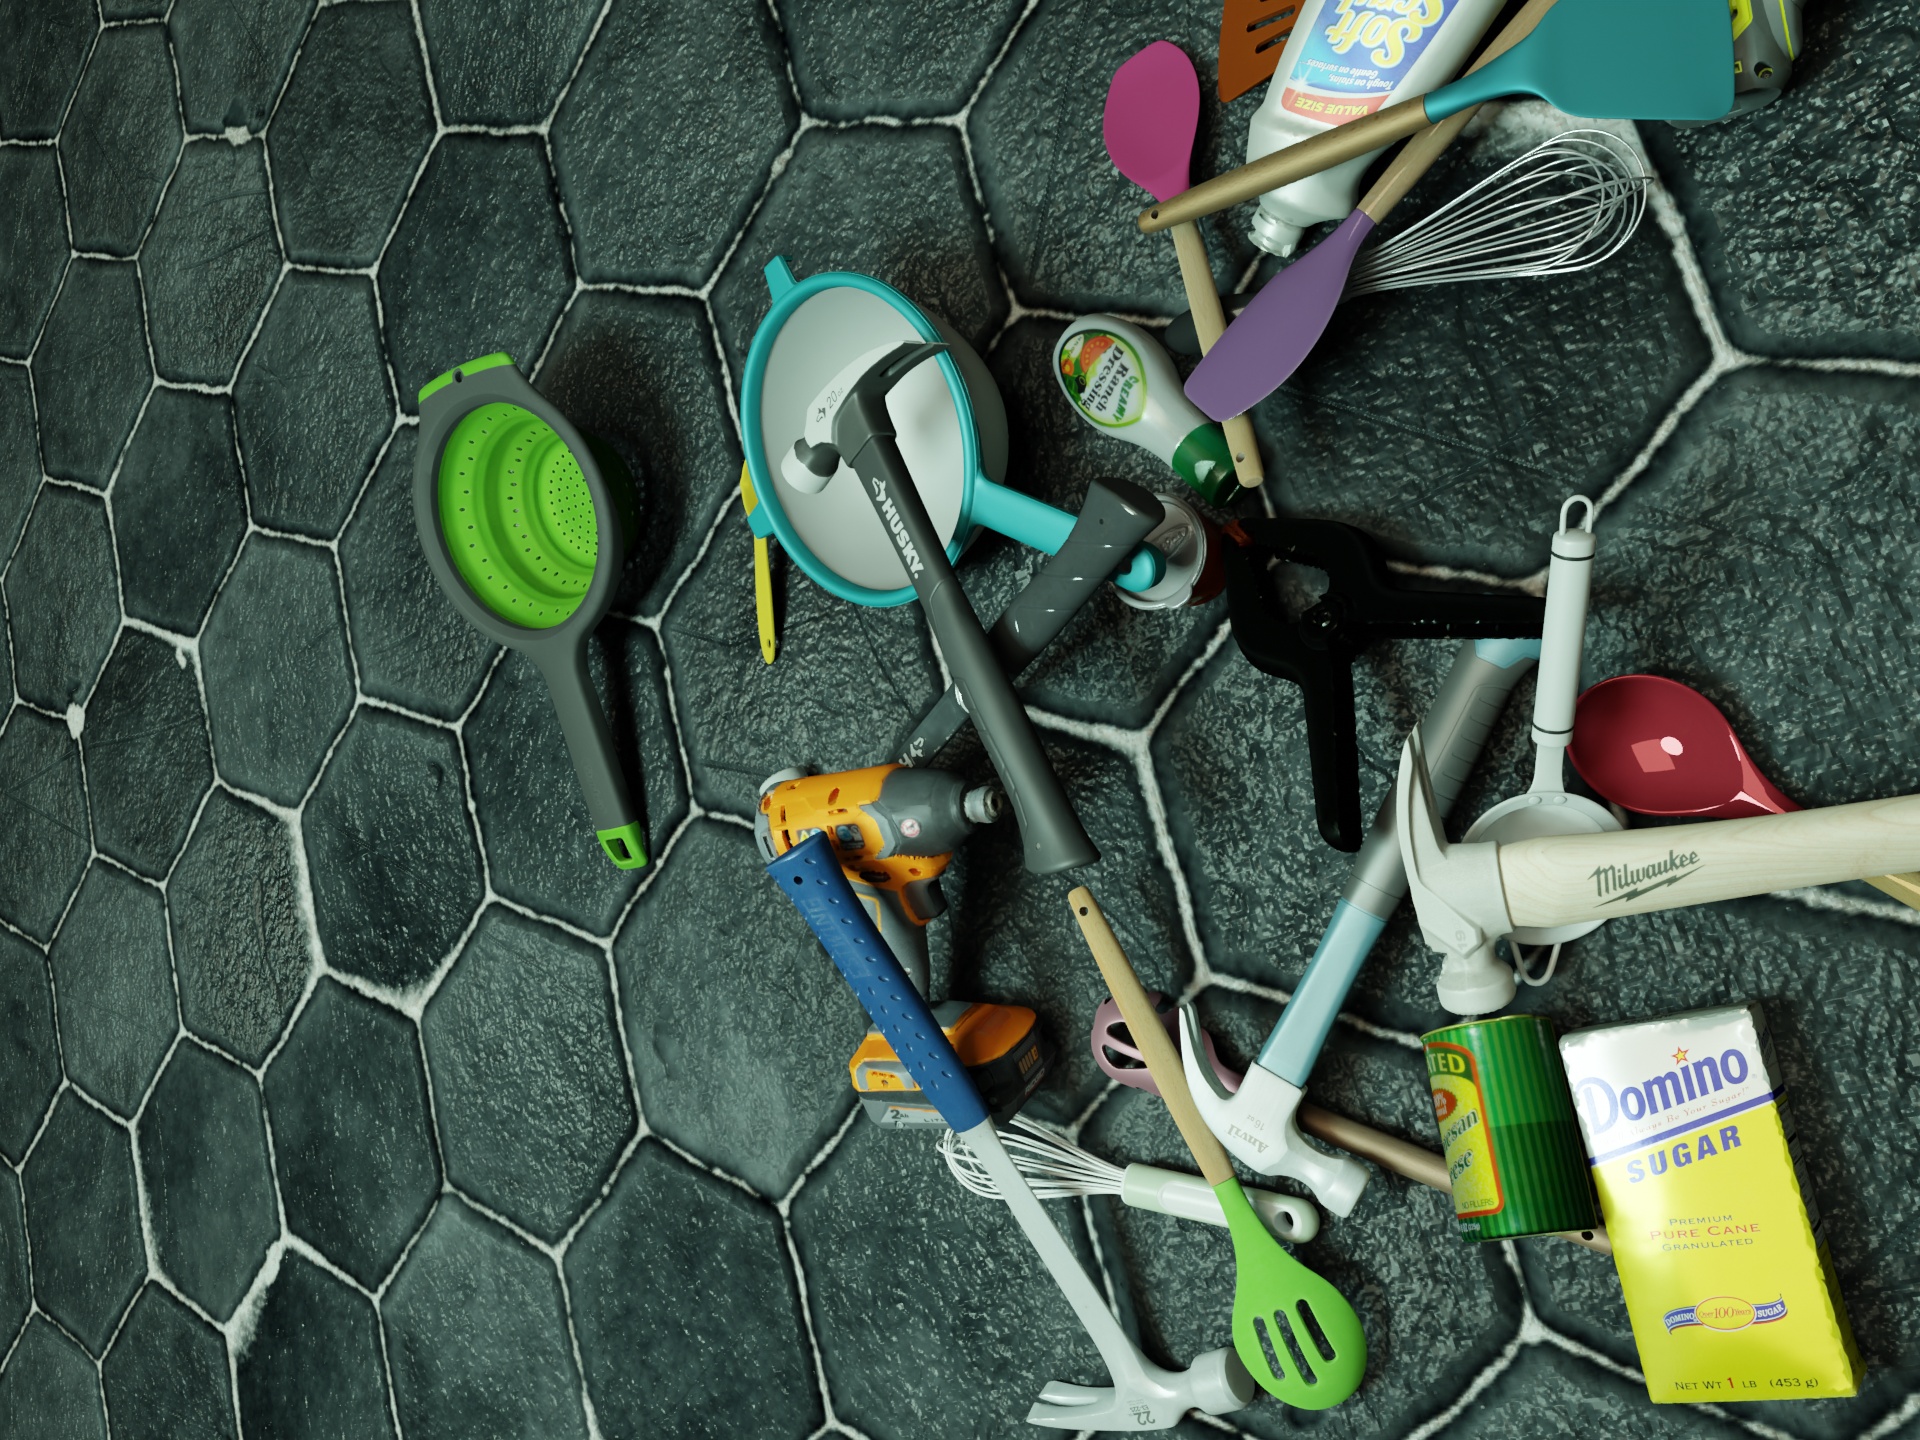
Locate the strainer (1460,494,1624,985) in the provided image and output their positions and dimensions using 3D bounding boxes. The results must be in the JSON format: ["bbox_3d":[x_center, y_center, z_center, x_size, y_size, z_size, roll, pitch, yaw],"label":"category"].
[{"bbox_3d":[0.292,0.011,0.783,0.087,0.050,0.258,0,117,8],"label":"strainer"}]

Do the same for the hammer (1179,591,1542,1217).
[{"bbox_3d":[0.224,0.089,0.851,0.128,0.033,0.331,28,96,20],"label":"hammer"}]

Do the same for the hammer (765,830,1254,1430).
[{"bbox_3d":[0.008,0.247,0.930,0.144,0.035,0.405,-30,95,32],"label":"hammer"}]

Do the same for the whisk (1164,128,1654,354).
[{"bbox_3d":[0.234,-0.249,0.876,0.284,0.070,0.070,-10,82,40],"label":"whisk"}]

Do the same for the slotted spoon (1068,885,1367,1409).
[{"bbox_3d":[0.134,0.236,0.896,0.070,0.031,0.314,-30,75,16],"label":"slotted spoon"}]

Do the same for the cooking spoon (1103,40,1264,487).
[{"bbox_3d":[0.136,-0.274,0.933,0.069,0.017,0.319,-26,61,32],"label":"cooking spoon"}]

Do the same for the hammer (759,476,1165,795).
[{"bbox_3d":[-0.002,-0.003,0.974,0.149,0.036,0.408,59,136,18],"label":"hammer"}]

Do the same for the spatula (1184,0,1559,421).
[{"bbox_3d":[0.234,-0.287,0.843,0.316,0.018,0.060,-50,47,14],"label":"spatula"}]

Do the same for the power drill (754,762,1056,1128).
[{"bbox_3d":[-0.021,0.133,0.972,0.164,0.084,0.226,-10,105,34],"label":"power drill"}]

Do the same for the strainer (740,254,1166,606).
[{"bbox_3d":[0.007,-0.160,0.997,0.341,0.095,0.210,28,124,32],"label":"strainer"}]

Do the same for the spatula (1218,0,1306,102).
[{"bbox_3d":[0.284,-0.401,0.865,0.323,0.041,0.081,5,91,31],"label":"spatula"}]

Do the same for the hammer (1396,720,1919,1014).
[{"bbox_3d":[0.403,0.043,0.699,0.411,0.038,0.146,-10,103,28],"label":"hammer"}]

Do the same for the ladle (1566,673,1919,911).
[{"bbox_3d":[0.430,0.070,0.735,0.316,0.031,0.069,34,115,30],"label":"ladle"}]

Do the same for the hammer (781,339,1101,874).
[{"bbox_3d":[-0.002,-0.063,0.909,0.146,0.035,0.335,-44,63,44],"label":"hammer"}]

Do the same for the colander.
[{"bbox_3d":[-0.291,-0.084,1.229,0.204,0.094,0.397,-12,99,34],"label":"colander"}]

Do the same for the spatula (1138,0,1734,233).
[{"bbox_3d":[0.226,-0.303,0.824,0.317,0.044,0.082,-7,88,44],"label":"spatula"}]

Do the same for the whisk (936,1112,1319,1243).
[{"bbox_3d":[0.094,0.275,0.952,0.246,0.059,0.058,4,88,31],"label":"whisk"}]

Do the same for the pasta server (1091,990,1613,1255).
[{"bbox_3d":[0.205,0.224,0.890,0.316,0.040,0.060,17,98,31],"label":"pasta server"}]

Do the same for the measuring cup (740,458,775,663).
[{"bbox_3d":[-0.131,-0.119,1.146,0.062,0.029,0.156,17,112,55],"label":"measuring cup"}]

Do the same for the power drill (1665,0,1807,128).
[{"bbox_3d":[0.418,-0.398,0.720,0.228,0.080,0.190,-8,93,33],"label":"power drill"}]
